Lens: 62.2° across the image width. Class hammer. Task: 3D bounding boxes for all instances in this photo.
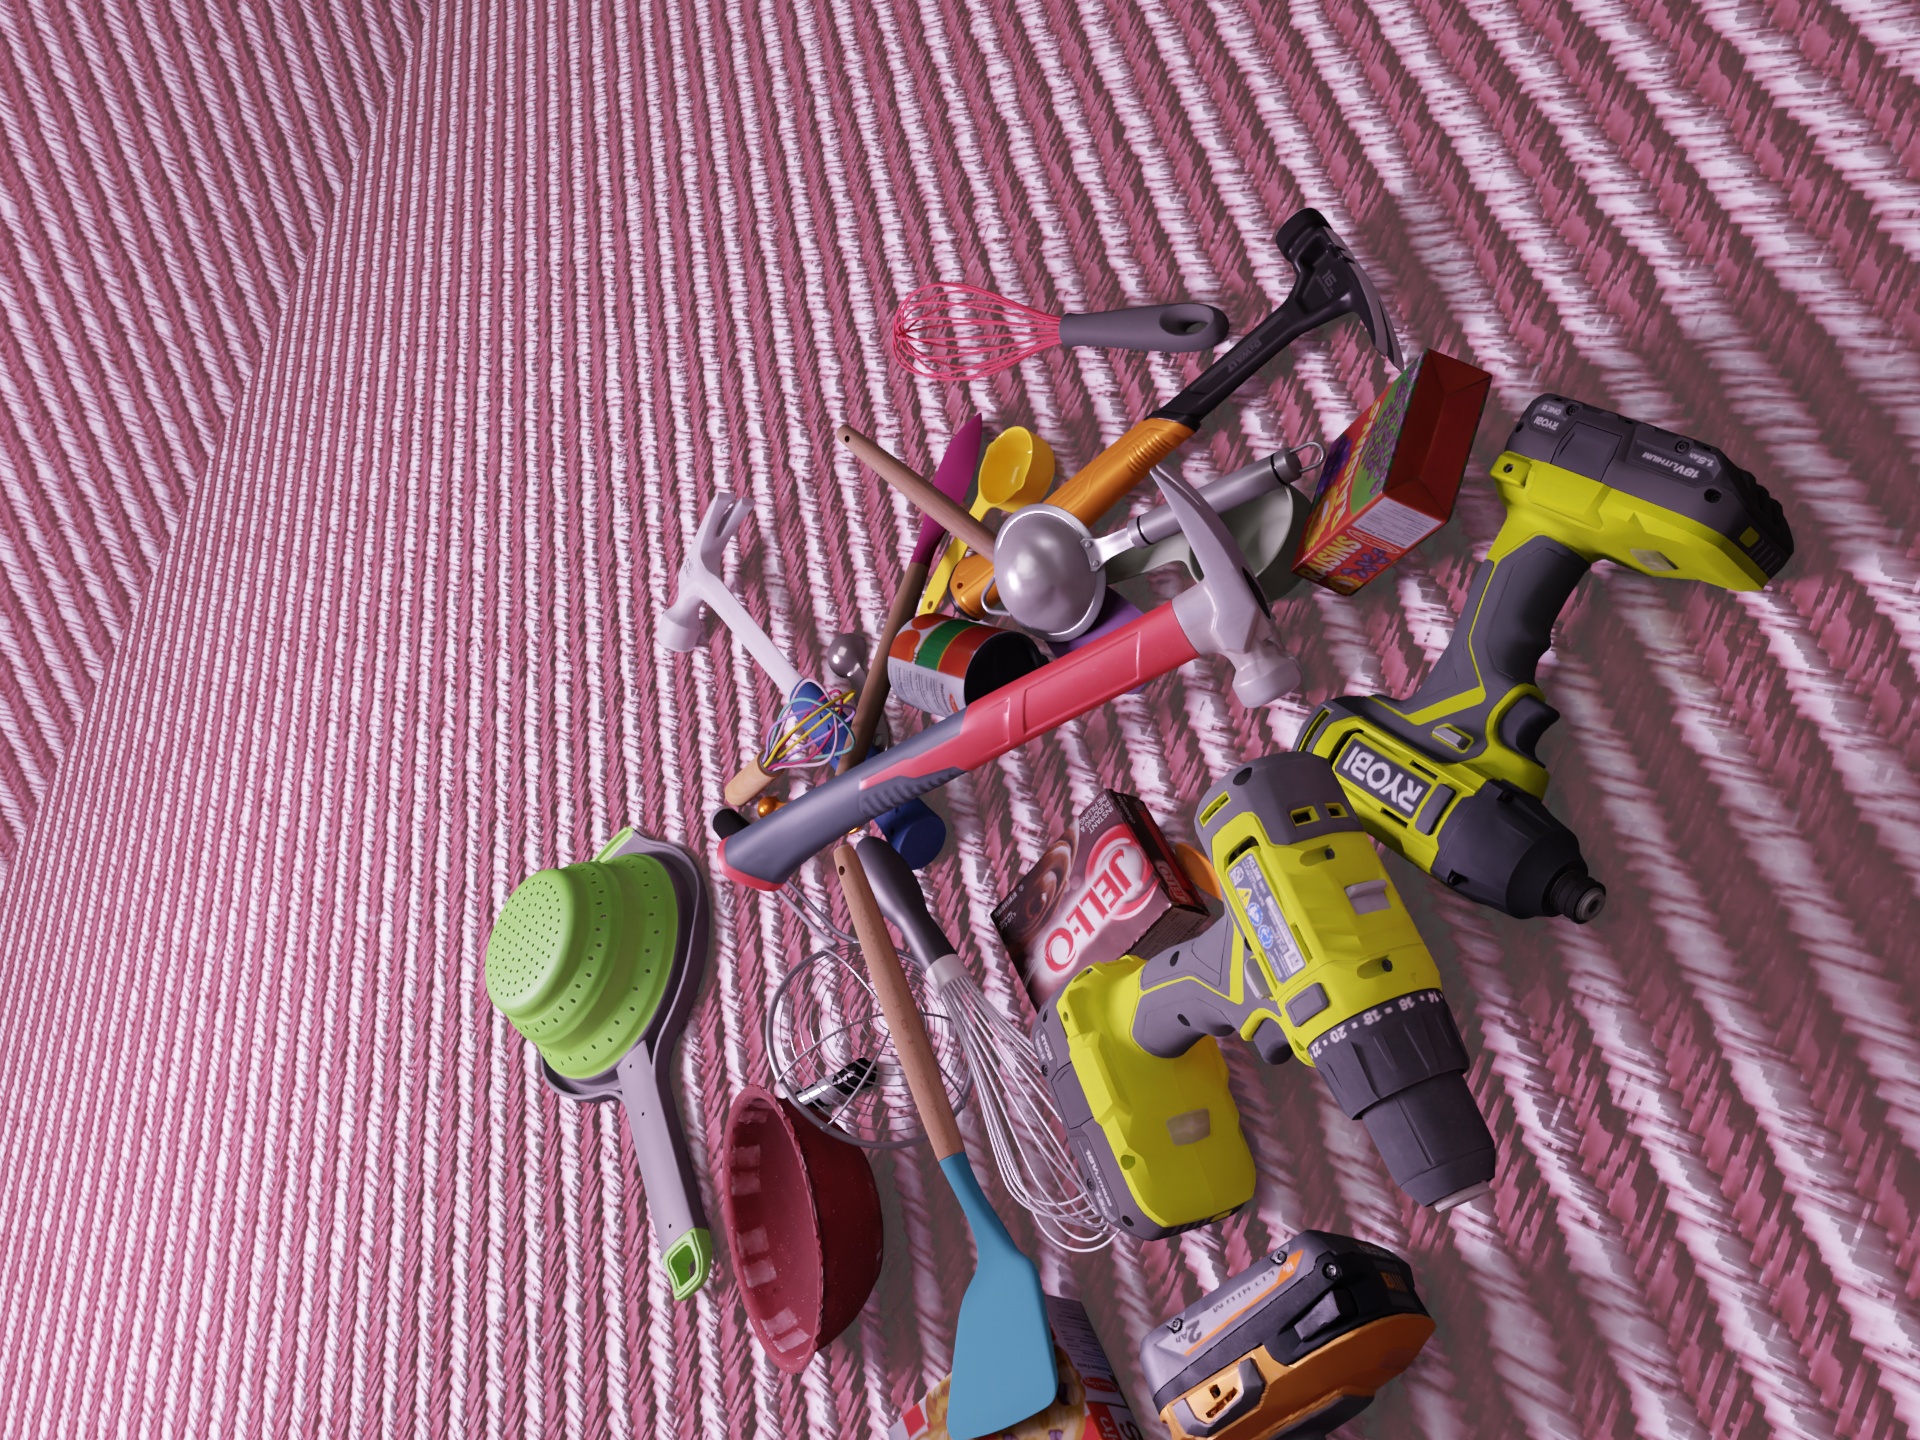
[{"bbox_3d":[0.119,-0.166,1.003,0.337,0.034,0.127,-39,51,27],"label":"hammer"},{"bbox_3d":[-0.001,-0.003,0.943,0.386,0.038,0.143,-27,95,25],"label":"hammer"},{"bbox_3d":[-0.120,-0.030,1.159,0.406,0.035,0.144,46,120,45],"label":"hammer"}]

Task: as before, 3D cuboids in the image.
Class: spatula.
[{"bbox_3d":[-0.020,0.209,0.850,0.082,0.044,0.318,-39,62,36],"label":"spatula"},{"bbox_3d":[0.015,-0.115,1.041,0.316,0.018,0.059,42,116,33],"label":"spatula"}]

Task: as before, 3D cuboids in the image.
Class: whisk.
[{"bbox_3d":[-0.119,0.022,1.085,0.047,0.051,0.245,-65,13,-24],"label":"whisk"},{"bbox_3d":[0.008,0.167,0.881,0.070,0.070,0.285,-48,52,15],"label":"whisk"},{"bbox_3d":[0.061,-0.272,1.111,0.296,0.073,0.073,11,77,41],"label":"whisk"}]

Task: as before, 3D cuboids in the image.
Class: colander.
[{"bbox_3d":[-0.260,0.227,1.133,0.204,0.094,0.398,-46,43,18],"label":"colander"}]

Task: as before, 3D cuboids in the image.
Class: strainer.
[{"bbox_3d":[0.098,-0.109,0.932,0.258,0.050,0.087,-22,90,36],"label":"strainer"}]

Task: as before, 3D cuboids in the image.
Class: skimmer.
[{"bbox_3d":[-0.104,0.150,1.038,0.364,0.127,0.090,-148,57,-60],"label":"skimmer"}]

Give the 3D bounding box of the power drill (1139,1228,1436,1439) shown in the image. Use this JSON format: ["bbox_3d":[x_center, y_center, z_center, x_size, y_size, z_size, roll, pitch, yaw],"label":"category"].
[{"bbox_3d":[0.188,0.322,0.638,0.185,0.084,0.226,-41,49,19],"label":"power drill"}]

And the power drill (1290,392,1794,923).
[{"bbox_3d":[0.274,-0.025,0.743,0.171,0.080,0.223,39,102,49],"label":"power drill"}]

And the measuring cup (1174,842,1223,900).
[{"bbox_3d":[0.162,0.082,0.815,0.174,0.052,0.095,-148,45,-74],"label":"measuring cup"}]

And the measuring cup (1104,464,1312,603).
[{"bbox_3d":[0.142,-0.096,0.947,0.167,0.038,0.083,-12,61,50],"label":"measuring cup"}]

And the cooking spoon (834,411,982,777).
[{"bbox_3d":[-0.036,-0.084,1.091,0.068,0.017,0.319,-33,35,57],"label":"cooking spoon"}]

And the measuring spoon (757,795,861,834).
[{"bbox_3d":[-0.109,0.066,1.130,0.117,0.011,0.021,5,73,47],"label":"measuring spoon"}]

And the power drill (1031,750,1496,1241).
[{"bbox_3d":[0.131,0.148,0.713,0.228,0.080,0.191,-55,50,49],"label":"power drill"}]

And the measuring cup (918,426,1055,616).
[{"bbox_3d":[0.017,-0.130,1.106,0.156,0.029,0.062,-59,36,21],"label":"measuring cup"}]

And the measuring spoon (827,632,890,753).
[{"bbox_3d":[-0.073,-0.020,1.135,0.034,0.018,0.124,-43,44,20],"label":"measuring spoon"}]
